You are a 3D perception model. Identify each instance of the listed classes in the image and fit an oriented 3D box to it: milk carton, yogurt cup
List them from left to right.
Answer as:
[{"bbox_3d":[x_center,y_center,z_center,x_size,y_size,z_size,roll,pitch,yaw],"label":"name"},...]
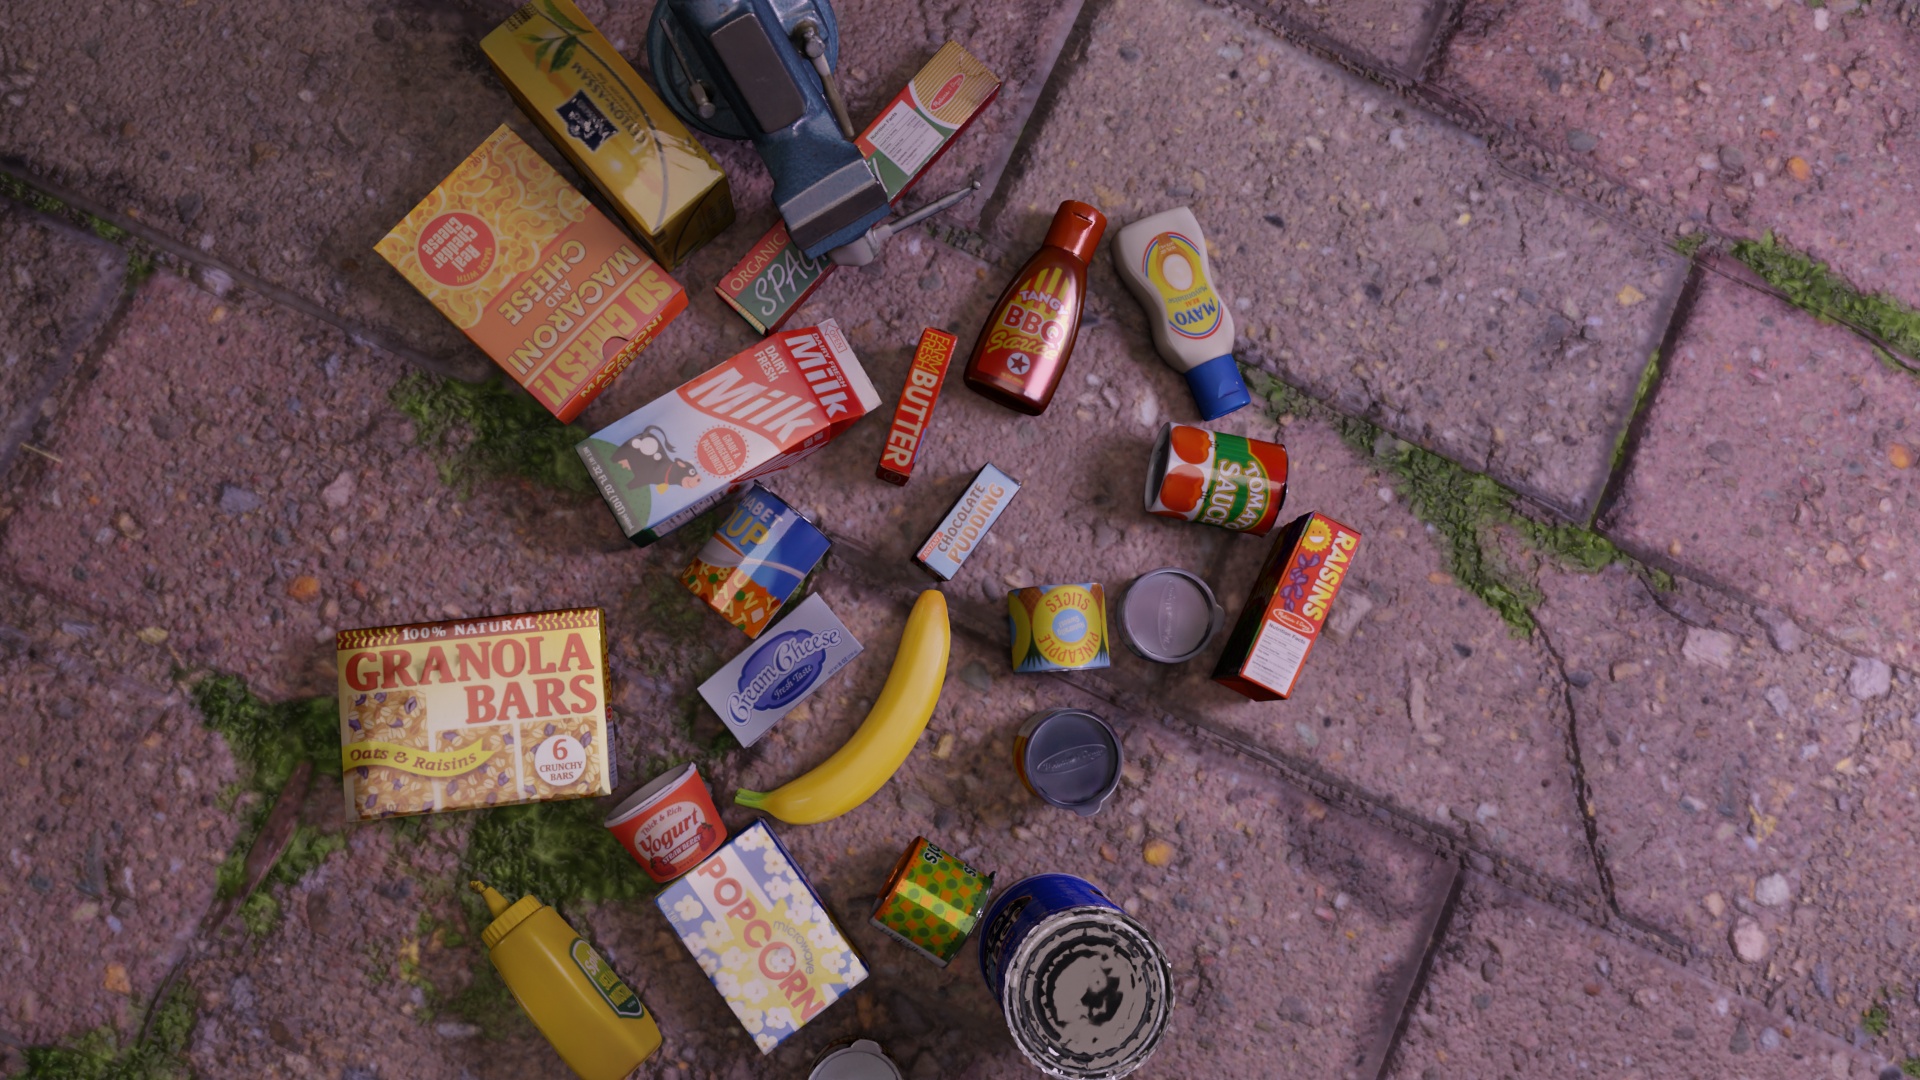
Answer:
[{"bbox_3d":[-0.188,0.184,0.901,0.072,0.072,0.054,-33,96,-8],"label":"yogurt cup"},{"bbox_3d":[-0.151,-0.075,0.926,0.191,0.073,0.072,-30,87,-8],"label":"milk carton"}]

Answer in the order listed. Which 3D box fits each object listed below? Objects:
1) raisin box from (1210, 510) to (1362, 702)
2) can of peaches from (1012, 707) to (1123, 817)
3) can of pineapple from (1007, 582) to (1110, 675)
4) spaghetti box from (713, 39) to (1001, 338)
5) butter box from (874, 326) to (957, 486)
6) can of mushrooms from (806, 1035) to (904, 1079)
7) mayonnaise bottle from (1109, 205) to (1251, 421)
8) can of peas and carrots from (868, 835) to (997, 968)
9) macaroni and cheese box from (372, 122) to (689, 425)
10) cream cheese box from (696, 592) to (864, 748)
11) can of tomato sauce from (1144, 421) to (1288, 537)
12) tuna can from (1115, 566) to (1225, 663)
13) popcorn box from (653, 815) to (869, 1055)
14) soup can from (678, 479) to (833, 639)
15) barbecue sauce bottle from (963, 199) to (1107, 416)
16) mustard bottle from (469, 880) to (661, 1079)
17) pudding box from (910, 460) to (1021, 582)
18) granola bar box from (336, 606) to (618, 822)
[{"bbox_3d":[0.220,0.046,0.944,0.040,0.086,0.123,27,82,2],"label":"raisin box"},{"bbox_3d":[0.071,0.148,0.932,0.071,0.058,0.071,1,84,-6],"label":"can of peaches"},{"bbox_3d":[0.066,0.060,0.935,0.071,0.071,0.058,-4,84,-6],"label":"can of pineapple"},{"bbox_3d":[-0.072,-0.246,0.975,0.050,0.028,0.250,41,82,0],"label":"spaghetti box"},{"bbox_3d":[-0.031,-0.091,0.950,0.024,0.053,0.103,19,83,-5],"label":"butter box"},{"bbox_3d":[-0.068,0.358,0.908,0.071,0.033,0.071,1,84,-5],"label":"can of mushrooms"},{"bbox_3d":[0.161,-0.158,0.982,0.065,0.041,0.148,-22,86,-9],"label":"mayonnaise bottle"},{"bbox_3d":[-0.018,0.234,0.910,0.059,0.071,0.071,31,82,-1],"label":"can of peas and carrots"},{"bbox_3d":[-0.288,-0.179,0.941,0.166,0.040,0.124,42,83,0],"label":"macaroni and cheese box"},{"bbox_3d":[-0.121,0.087,0.937,0.104,0.024,0.053,-40,88,-8],"label":"cream cheese box"},{"bbox_3d":[0.176,-0.042,0.957,0.083,0.071,0.071,11,83,-4],"label":"can of tomato sauce"},{"bbox_3d":[0.145,0.052,0.962,0.071,0.033,0.071,1,84,-5],"label":"tuna can"},{"bbox_3d":[-0.129,0.257,0.910,0.085,0.038,0.126,-36,88,-9],"label":"popcorn box"},{"bbox_3d":[-0.138,0.012,0.920,0.071,0.071,0.084,38,82,-1],"label":"soup can"},{"bbox_3d":[0.058,-0.165,0.972,0.065,0.043,0.148,24,82,-2],"label":"barbecue sauce bottle"},{"bbox_3d":[-0.258,0.275,0.884,0.049,0.065,0.160,-42,86,-4],"label":"mustard bottle"},{"bbox_3d":[0.003,-0.012,0.947,0.030,0.049,0.084,38,83,-3],"label":"pudding box"},{"bbox_3d":[-0.313,0.112,0.907,0.166,0.039,0.124,-5,85,-6],"label":"granola bar box"}]
